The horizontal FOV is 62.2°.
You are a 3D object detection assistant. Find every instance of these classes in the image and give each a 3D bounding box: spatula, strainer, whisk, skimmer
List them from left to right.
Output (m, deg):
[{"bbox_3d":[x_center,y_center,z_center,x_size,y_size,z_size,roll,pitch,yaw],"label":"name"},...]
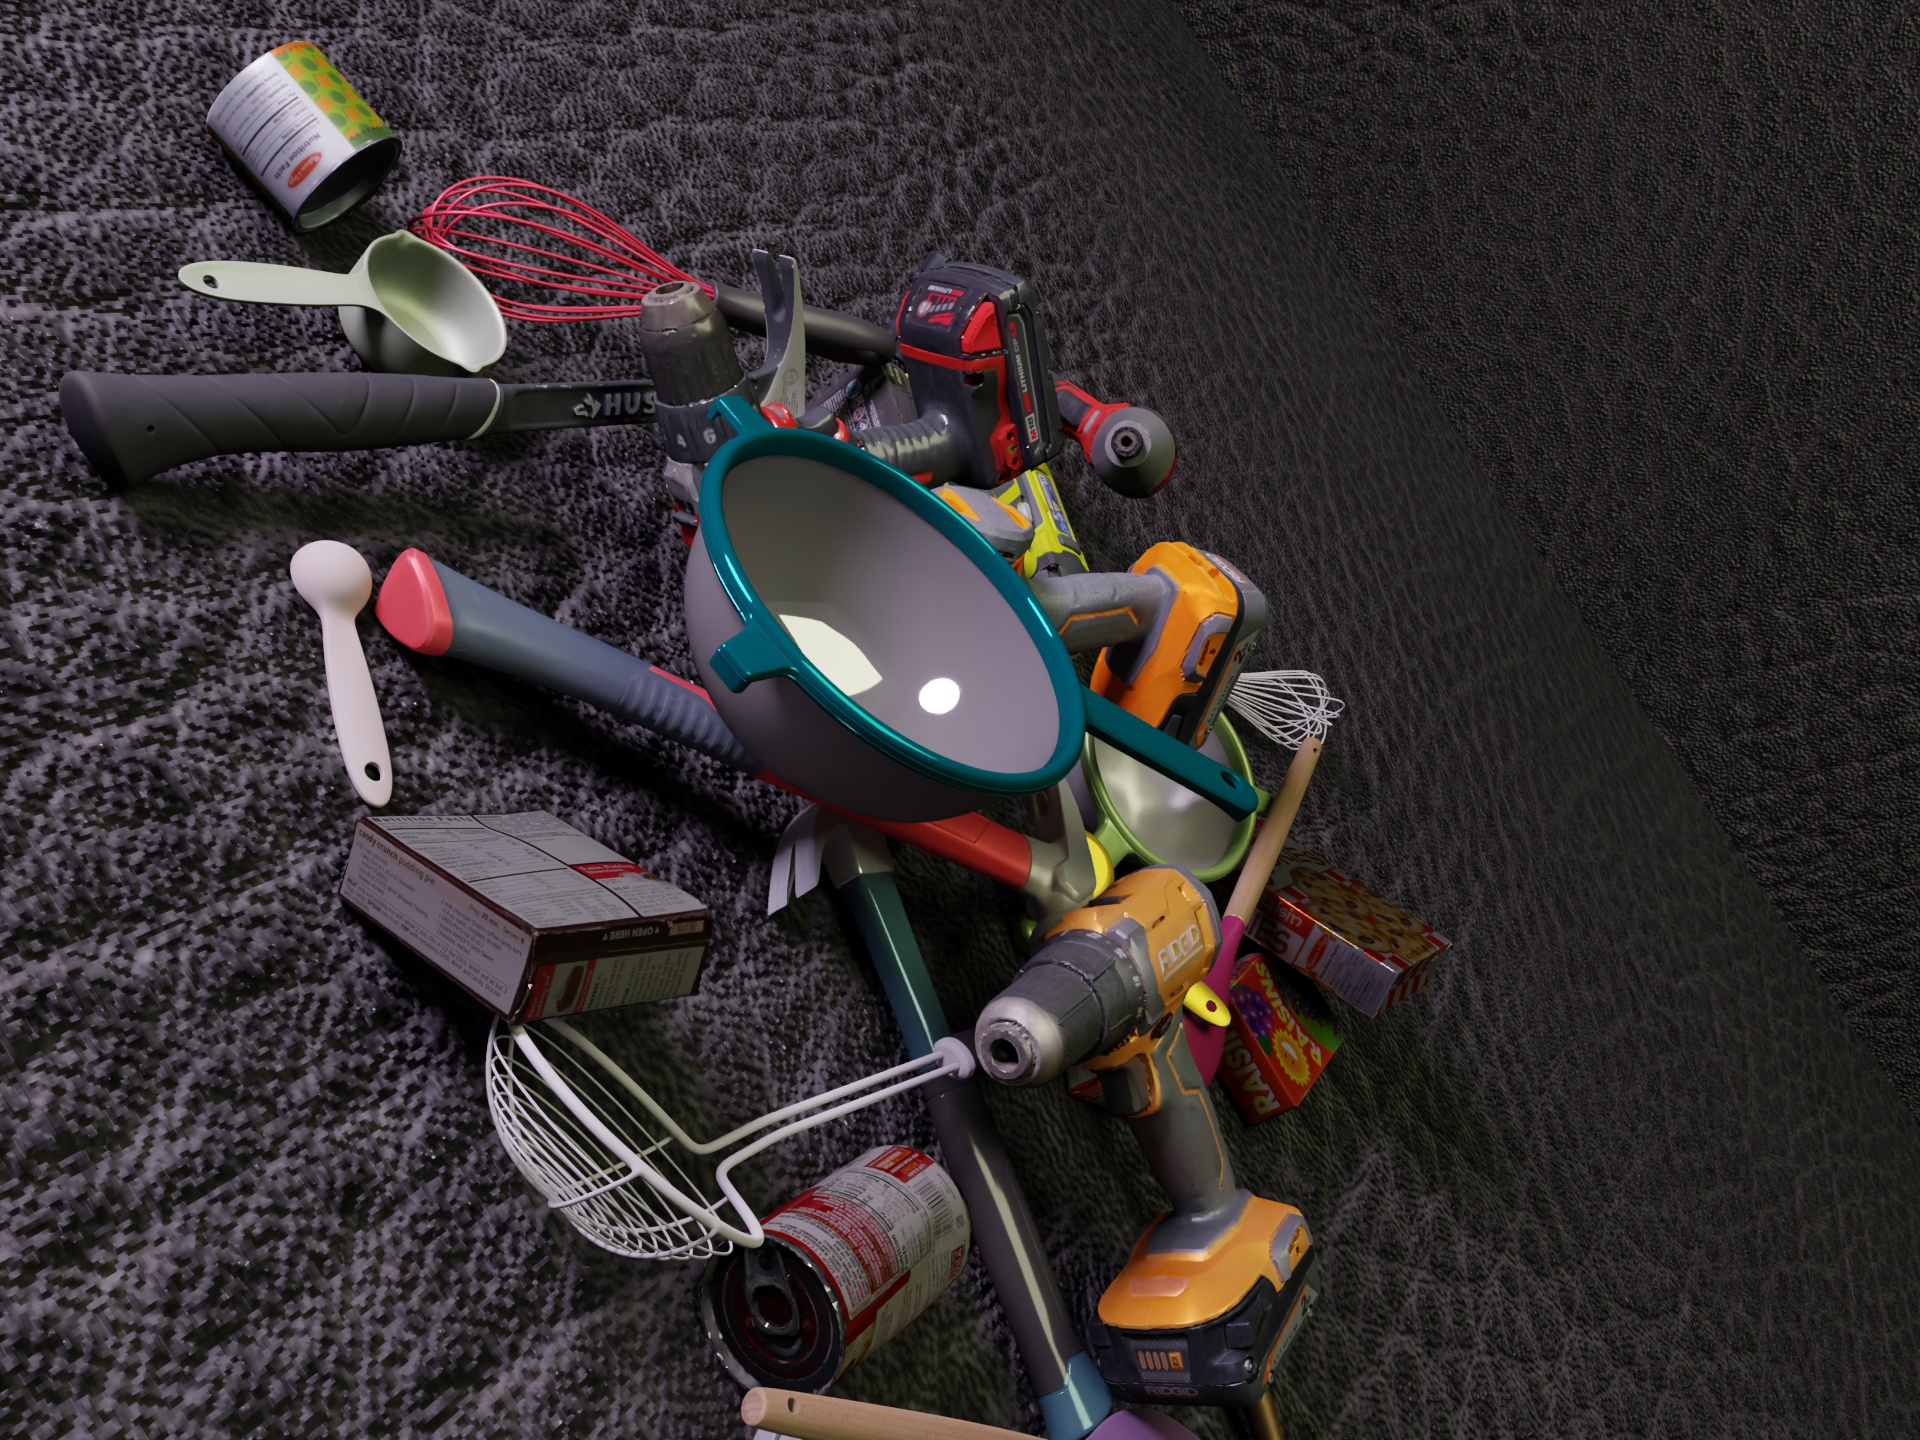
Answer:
[{"bbox_3d":[-0.159,-0.239,0.885,0.295,0.073,0.073,6,55,-37],"label":"whisk"},{"bbox_3d":[-0.034,0.137,0.676,0.127,0.090,0.363,37,28,33],"label":"skimmer"},{"bbox_3d":[-0.001,-0.002,0.762,0.340,0.095,0.211,27,34,-31],"label":"strainer"},{"bbox_3d":[0.027,0.301,0.655,0.315,0.018,0.060,33,30,-41],"label":"spatula"},{"bbox_3d":[0.091,0.070,1.010,0.151,0.069,0.256,52,48,-6],"label":"strainer"},{"bbox_3d":[0.216,-0.028,1.279,0.284,0.070,0.070,14,50,-44],"label":"whisk"}]

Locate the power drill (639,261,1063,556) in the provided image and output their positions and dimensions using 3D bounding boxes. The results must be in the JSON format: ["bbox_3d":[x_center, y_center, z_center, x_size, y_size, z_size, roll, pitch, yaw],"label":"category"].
[{"bbox_3d":[-0.061,-0.170,0.846,0.227,0.080,0.187,-34,128,-27],"label":"power drill"}]

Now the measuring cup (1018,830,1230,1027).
[{"bbox_3d":[0.099,0.119,0.911,0.156,0.029,0.062,40,54,3],"label":"measuring cup"}]

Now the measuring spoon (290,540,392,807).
[{"bbox_3d":[-0.245,-0.023,0.647,0.034,0.018,0.124,9,54,-52],"label":"measuring spoon"}]

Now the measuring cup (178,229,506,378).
[{"bbox_3d":[-0.286,-0.186,0.730,0.167,0.038,0.083,-14,73,-56],"label":"measuring cup"}]

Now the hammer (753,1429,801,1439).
[{"bbox_3d":[0.060,0.385,0.672,0.405,0.035,0.144,28,40,-39],"label":"hammer"}]

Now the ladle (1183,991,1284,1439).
[{"bbox_3d":[0.133,0.255,0.845,0.078,0.062,0.320,-9,78,-40],"label":"ladle"}]

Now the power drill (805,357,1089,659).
[{"bbox_3d":[0.003,-0.136,1.057,0.223,0.080,0.171,20,44,-49],"label":"power drill"}]

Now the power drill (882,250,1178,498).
[{"bbox_3d":[0.056,-0.234,1.123,0.220,0.078,0.143,35,10,5],"label":"power drill"}]

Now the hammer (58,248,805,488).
[{"bbox_3d":[-0.210,-0.152,0.750,0.036,0.149,0.409,21,22,30],"label":"hammer"}]

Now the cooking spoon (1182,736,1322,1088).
[{"bbox_3d":[0.180,0.110,1.000,0.068,0.017,0.319,50,44,-15],"label":"cooking spoon"}]

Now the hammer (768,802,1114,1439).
[{"bbox_3d":[-0.004,0.182,0.779,0.128,0.033,0.331,3,58,-55],"label":"hammer"}]

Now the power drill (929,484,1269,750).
[{"bbox_3d":[0.051,-0.037,0.910,0.226,0.164,0.084,6,30,-34],"label":"power drill"}]

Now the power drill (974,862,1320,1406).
[{"bbox_3d":[0.084,0.194,0.727,0.185,0.084,0.226,-21,96,-59],"label":"power drill"}]

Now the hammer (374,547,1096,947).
[{"bbox_3d":[-0.090,0.005,0.774,0.386,0.038,0.143,26,33,-28],"label":"hammer"}]
